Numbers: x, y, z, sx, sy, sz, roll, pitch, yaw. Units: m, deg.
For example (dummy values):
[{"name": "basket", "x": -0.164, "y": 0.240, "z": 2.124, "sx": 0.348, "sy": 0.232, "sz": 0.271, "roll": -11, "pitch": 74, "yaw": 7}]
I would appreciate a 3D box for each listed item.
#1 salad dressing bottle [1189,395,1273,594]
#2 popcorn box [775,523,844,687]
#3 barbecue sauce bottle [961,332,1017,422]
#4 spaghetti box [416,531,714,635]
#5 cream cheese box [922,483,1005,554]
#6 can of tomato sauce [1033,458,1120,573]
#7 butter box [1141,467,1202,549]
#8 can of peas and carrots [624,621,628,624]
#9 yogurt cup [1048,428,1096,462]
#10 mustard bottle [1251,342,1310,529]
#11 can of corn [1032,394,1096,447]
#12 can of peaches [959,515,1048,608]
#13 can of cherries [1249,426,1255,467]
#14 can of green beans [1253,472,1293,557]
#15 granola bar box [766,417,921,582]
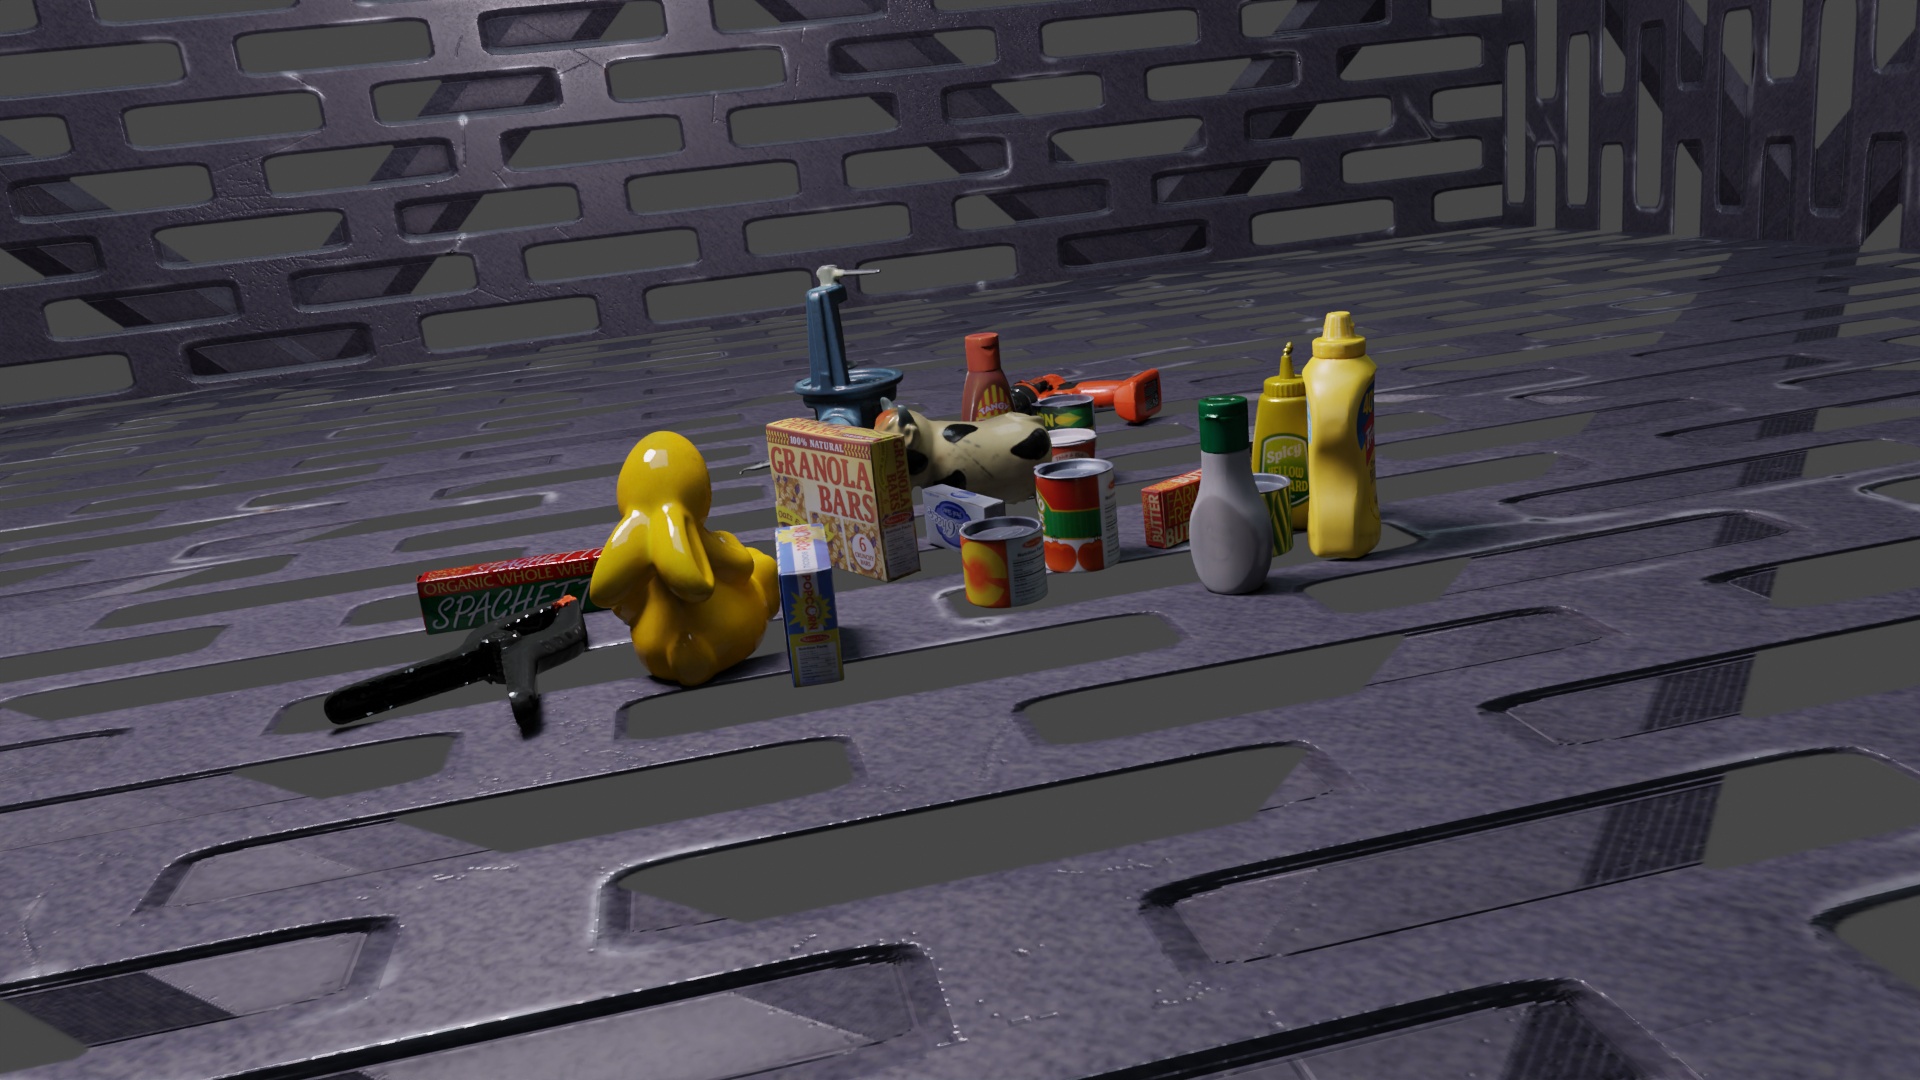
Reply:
[{"name": "salad dressing bottle", "x": 0.203, "y": -0.035, "z": 1.053, "sx": 0.064, "sy": 0.147, "sz": 0.044, "roll": 6, "pitch": 20, "yaw": 39}, {"name": "popcorn box", "x": -0.110, "y": 0.044, "z": 1.008, "sx": 0.038, "sy": 0.085, "sz": 0.127, "roll": -8, "pitch": 16, "yaw": -6}, {"name": "barbecue sauce bottle", "x": 0.030, "y": -0.152, "z": 1.527, "sx": 0.065, "sy": 0.148, "sz": 0.044, "roll": -12, "pitch": 16, "yaw": -20}, {"name": "spaghetti box", "x": -0.332, "y": 0.036, "z": 1.185, "sx": 0.250, "sy": 0.050, "sz": 0.029, "roll": -9, "pitch": 16, "yaw": -8}, {"name": "cream cheese box", "x": 0.004, "y": -0.015, "z": 1.232, "sx": 0.024, "sy": 0.053, "sz": 0.104, "roll": -15, "pitch": 18, "yaw": -30}, {"name": "can of tomato sauce", "x": 0.096, "y": -0.021, "z": 1.163, "sx": 0.071, "sy": 0.082, "sz": 0.071, "roll": -6, "pitch": 16, "yaw": 2}, {"name": "butter box", "x": 0.203, "y": -0.031, "z": 1.213, "sx": 0.104, "sy": 0.053, "sz": 0.024, "roll": -18, "pitch": 19, "yaw": -37}, {"name": "can of peas and carrots", "x": -0.249, "y": 0.033, "z": 1.149, "sx": 0.071, "sy": 0.058, "sz": 0.071, "roll": -6, "pitch": 16, "yaw": 2}, {"name": "yogurt cup", "x": 0.107, "y": -0.082, "z": 1.425, "sx": 0.072, "sy": 0.053, "sz": 0.072, "roll": -6, "pitch": 16, "yaw": 2}, {"name": "mustard bottle", "x": 0.281, "y": -0.090, "z": 1.193, "sx": 0.065, "sy": 0.159, "sz": 0.049, "roll": 0, "pitch": 16, "yaw": 21}, {"name": "can of corn", "x": 0.119, "y": -0.132, "z": 1.588, "sx": 0.071, "sy": 0.058, "sz": 0.071, "roll": -6, "pitch": 16, "yaw": 2}, {"name": "can of peaches", "x": 0.033, "y": 0.017, "z": 1.101, "sx": 0.071, "sy": 0.058, "sz": 0.071, "roll": -6, "pitch": 16, "yaw": 2}, {"name": "can of cherries", "x": 0.275, "y": -0.074, "z": 1.323, "sx": 0.071, "sy": 0.058, "sz": 0.072, "roll": -6, "pitch": 16, "yaw": 2}, {"name": "can of green beans", "x": 0.241, "y": -0.020, "z": 1.151, "sx": 0.071, "sy": 0.057, "sz": 0.071, "roll": -6, "pitch": 16, "yaw": 2}, {"name": "granola bar box", "x": -0.107, "y": -0.039, "z": 1.226, "sx": 0.039, "sy": 0.123, "sz": 0.165, "roll": -18, "pitch": 20, "yaw": -37}]
